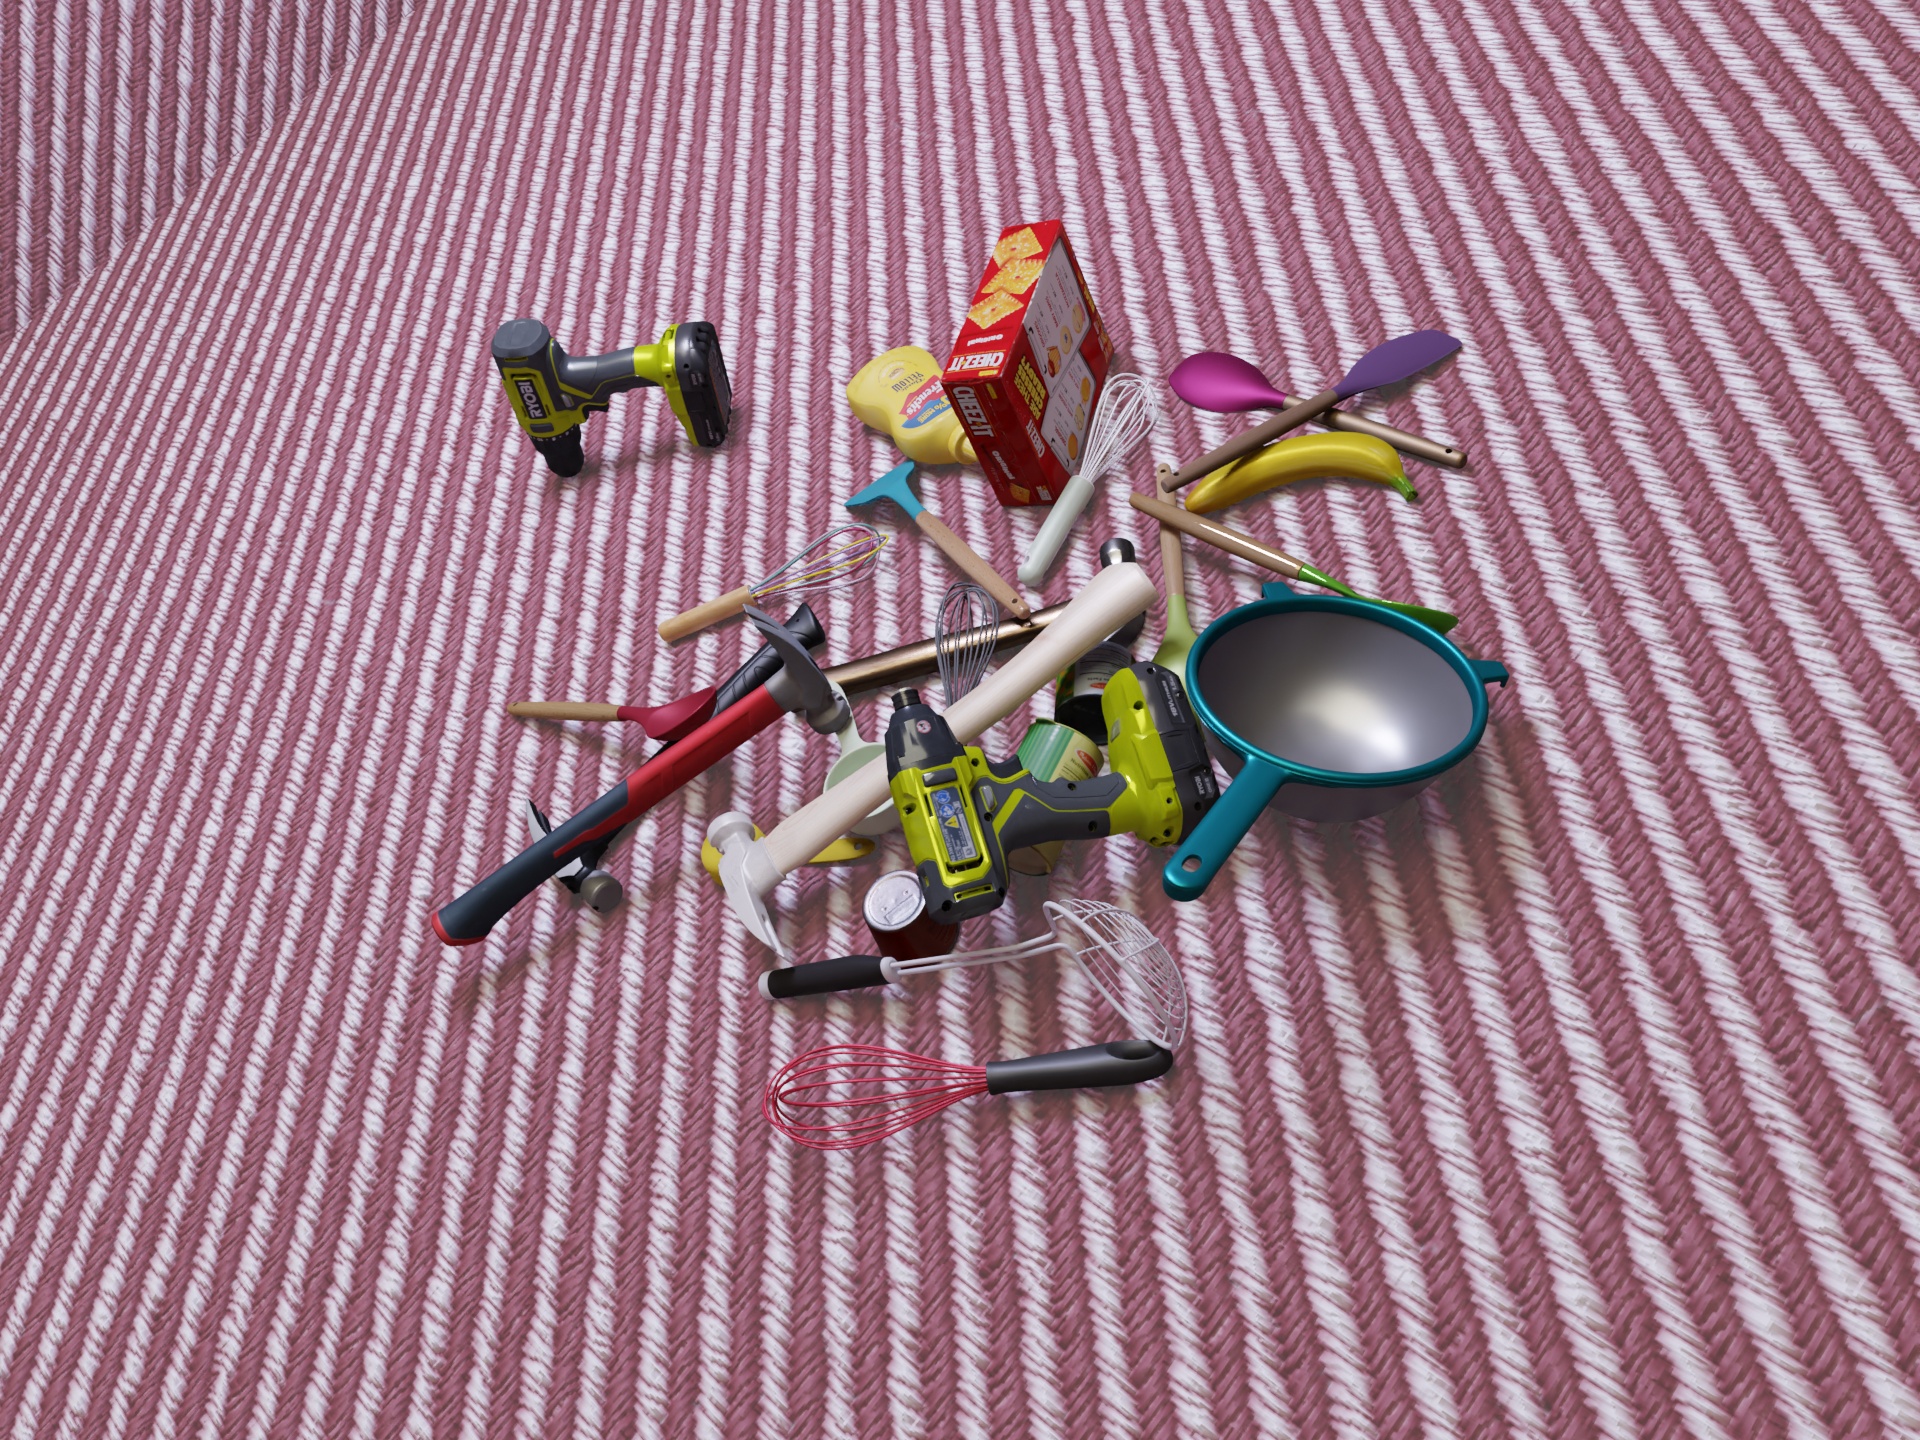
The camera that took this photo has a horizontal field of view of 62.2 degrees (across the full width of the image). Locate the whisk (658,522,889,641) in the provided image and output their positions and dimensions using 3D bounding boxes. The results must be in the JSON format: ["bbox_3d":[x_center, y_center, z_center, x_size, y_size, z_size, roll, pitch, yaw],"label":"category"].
[{"bbox_3d":[-0.180,-0.128,1.513,0.245,0.051,0.047,-22,53,12],"label":"whisk"}]

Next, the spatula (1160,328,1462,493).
[{"bbox_3d":[0.303,-0.273,1.387,0.316,0.018,0.060,-30,42,-16],"label":"spatula"}]

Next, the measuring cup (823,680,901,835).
[{"bbox_3d":[-0.085,0.030,1.344,0.083,0.038,0.168,-28,46,3],"label":"measuring cup"}]

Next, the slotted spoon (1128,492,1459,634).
[{"bbox_3d":[0.258,-0.128,1.289,0.314,0.070,0.031,31,99,37],"label":"slotted spoon"}]

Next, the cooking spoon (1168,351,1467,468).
[{"bbox_3d":[0.312,-0.277,1.419,0.069,0.017,0.319,-47,49,-14],"label":"cooking spoon"}]

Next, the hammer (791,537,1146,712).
[{"bbox_3d":[0.000,-0.062,1.383,0.331,0.031,0.130,-15,48,14],"label":"hammer"}]

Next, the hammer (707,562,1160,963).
[{"bbox_3d":[-0.014,0.021,1.239,0.410,0.038,0.146,-37,46,5],"label":"hammer"}]

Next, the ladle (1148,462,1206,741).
[{"bbox_3d":[0.182,-0.109,1.337,0.078,0.062,0.320,-11,43,13],"label":"ladle"}]

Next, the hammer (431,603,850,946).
[{"bbox_3d":[-0.282,0.057,1.310,0.386,0.143,0.038,-35,44,2],"label":"hammer"}]

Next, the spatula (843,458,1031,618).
[{"bbox_3d":[-0.017,-0.168,1.457,0.082,0.044,0.318,-35,45,-7],"label":"spatula"}]

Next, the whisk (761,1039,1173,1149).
[{"bbox_3d":[0.002,0.254,1.113,0.296,0.073,0.073,-9,50,11],"label":"whisk"}]

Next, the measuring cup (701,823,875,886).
[{"bbox_3d":[-0.145,0.104,1.316,0.156,0.029,0.062,-7,51,23],"label":"measuring cup"}]

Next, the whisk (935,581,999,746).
[{"bbox_3d":[-0.002,-0.004,1.303,0.055,0.055,0.239,-2,70,23],"label":"whisk"}]

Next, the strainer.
[{"bbox_3d":[0.228,0.040,1.108,0.211,0.095,0.340,24,47,25],"label":"strainer"}]

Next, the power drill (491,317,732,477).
[{"bbox_3d":[-0.366,-0.342,1.697,0.228,0.190,0.080,-3,51,5],"label":"power drill"}]

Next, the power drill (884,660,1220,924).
[{"bbox_3d":[0.061,0.039,1.161,0.223,0.080,0.171,-13,75,-15],"label":"power drill"}]

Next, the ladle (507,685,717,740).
[{"bbox_3d":[-0.326,-0.007,1.454,0.315,0.031,0.069,2,39,43],"label":"ladle"}]

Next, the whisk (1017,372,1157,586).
[{"bbox_3d":[0.115,-0.221,1.451,0.246,0.059,0.058,-60,17,-20],"label":"whisk"}]

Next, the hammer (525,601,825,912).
[{"bbox_3d":[-0.247,0.015,1.433,0.146,0.035,0.335,31,71,39],"label":"hammer"}]

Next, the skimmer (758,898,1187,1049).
[{"bbox_3d":[-0.008,0.192,1.128,0.363,0.127,0.090,-13,36,31],"label":"skimmer"}]
